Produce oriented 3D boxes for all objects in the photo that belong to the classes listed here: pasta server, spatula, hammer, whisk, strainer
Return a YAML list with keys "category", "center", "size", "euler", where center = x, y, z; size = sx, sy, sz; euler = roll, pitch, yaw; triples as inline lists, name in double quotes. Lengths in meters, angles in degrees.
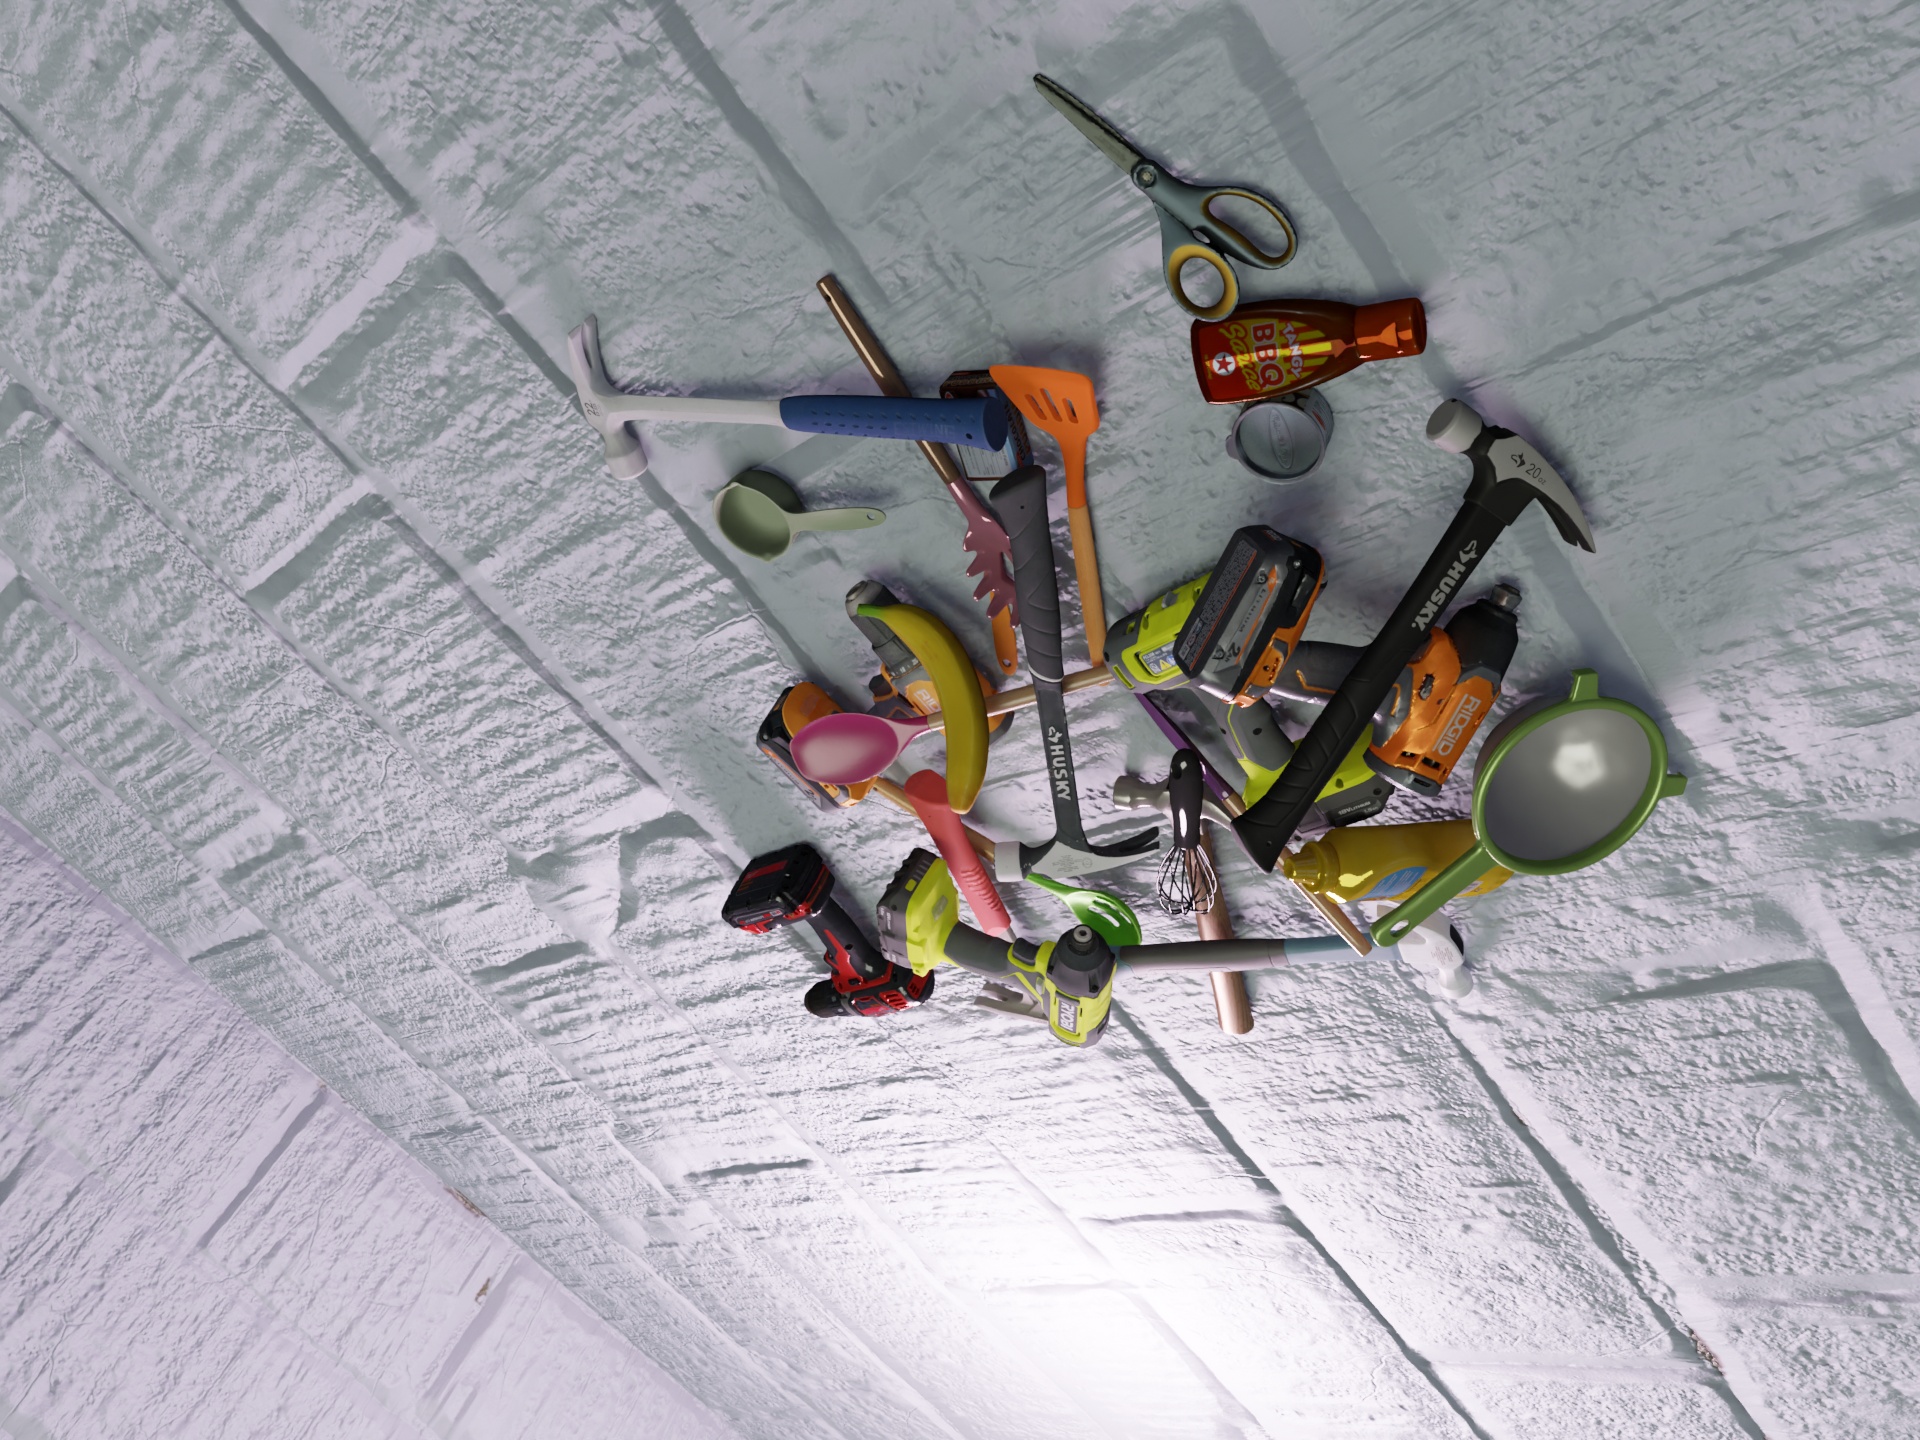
- category: "pasta server"
  center: [-0.023, -0.207, 1.247]
  size: [0.060, 0.040, 0.316]
  euler: [-14, 121, 39]
- category: "spatula"
  center: [0.242, 0.082, 1.341]
  size: [0.316, 0.018, 0.060]
  euler: [48, -178, -7]
- category: "spatula"
  center: [0.089, -0.145, 1.241]
  size: [0.081, 0.041, 0.322]
  euler: [12, 137, 26]
- category: "hammer"
  center: [0.284, 0.212, 1.445]
  size: [0.331, 0.033, 0.128]
  euler: [-8, 132, 24]
- category: "whisk"
  center: [0.190, 0.096, 1.343]
  size: [0.055, 0.055, 0.238]
  euler: [14, 146, 18]
- category: "hammer"
  center: [0.019, 0.184, 1.584]
  size: [0.149, 0.037, 0.358]
  euler: [6, 138, 36]
- category: "hammer"
  center: [0.237, 0.181, 1.485]
  size: [0.130, 0.031, 0.331]
  euler: [4, 133, 28]
- category: "hammer"
  center: [0.077, -0.025, 1.303]
  size: [0.149, 0.036, 0.408]
  euler: [-4, 128, 8]
- category: "hammer"
  center: [0.291, -0.038, 1.078]
  size: [0.146, 0.035, 0.334]
  euler: [28, 101, -21]
- category: "hammer"
  center: [-0.148, -0.247, 1.255]
  size: [0.406, 0.035, 0.143]
  euler: [9, 135, 31]
- category: "strainer"
  center: [0.401, 0.071, 1.194]
  size: [0.256, 0.069, 0.151]
  euler: [-43, 118, 14]

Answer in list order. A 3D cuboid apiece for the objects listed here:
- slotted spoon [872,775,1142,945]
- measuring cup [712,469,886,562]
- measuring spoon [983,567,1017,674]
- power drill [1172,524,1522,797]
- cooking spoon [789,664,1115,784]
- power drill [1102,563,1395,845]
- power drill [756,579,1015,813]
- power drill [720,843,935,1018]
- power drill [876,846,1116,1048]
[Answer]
- category: "slotted spoon"
  center: [0.043, 0.134, 1.557]
  size: [0.314, 0.031, 0.070]
  euler: [30, 141, 3]
- category: "measuring cup"
  center: [-0.130, -0.178, 1.341]
  size: [0.167, 0.038, 0.083]
  euler: [1, 131, 27]
- category: "measuring spoon"
  center: [0.034, -0.082, 1.358]
  size: [0.021, 0.011, 0.116]
  euler: [10, 135, 22]
- category: "power drill"
  center: [0.285, -0.055, 1.132]
  size: [0.226, 0.084, 0.164]
  euler: [22, 107, -17]
- category: "cooking spoon"
  center: [-0.002, -0.004, 1.364]
  size: [0.319, 0.017, 0.068]
  euler: [-15, 111, 19]
- category: "power drill"
  center: [0.247, -0.022, 1.246]
  size: [0.190, 0.080, 0.228]
  euler: [-25, 113, 40]
- category: "power drill"
  center: [-0.087, -0.021, 1.440]
  size: [0.226, 0.084, 0.185]
  euler: [-26, 115, 39]
- category: "power drill"
  center: [-0.157, 0.249, 1.754]
  size: [0.188, 0.080, 0.226]
  euler: [-21, 121, 42]
- category: "power drill"
  center: [0.038, 0.210, 1.491]
  size: [0.223, 0.080, 0.171]
  euler: [22, 146, 18]
